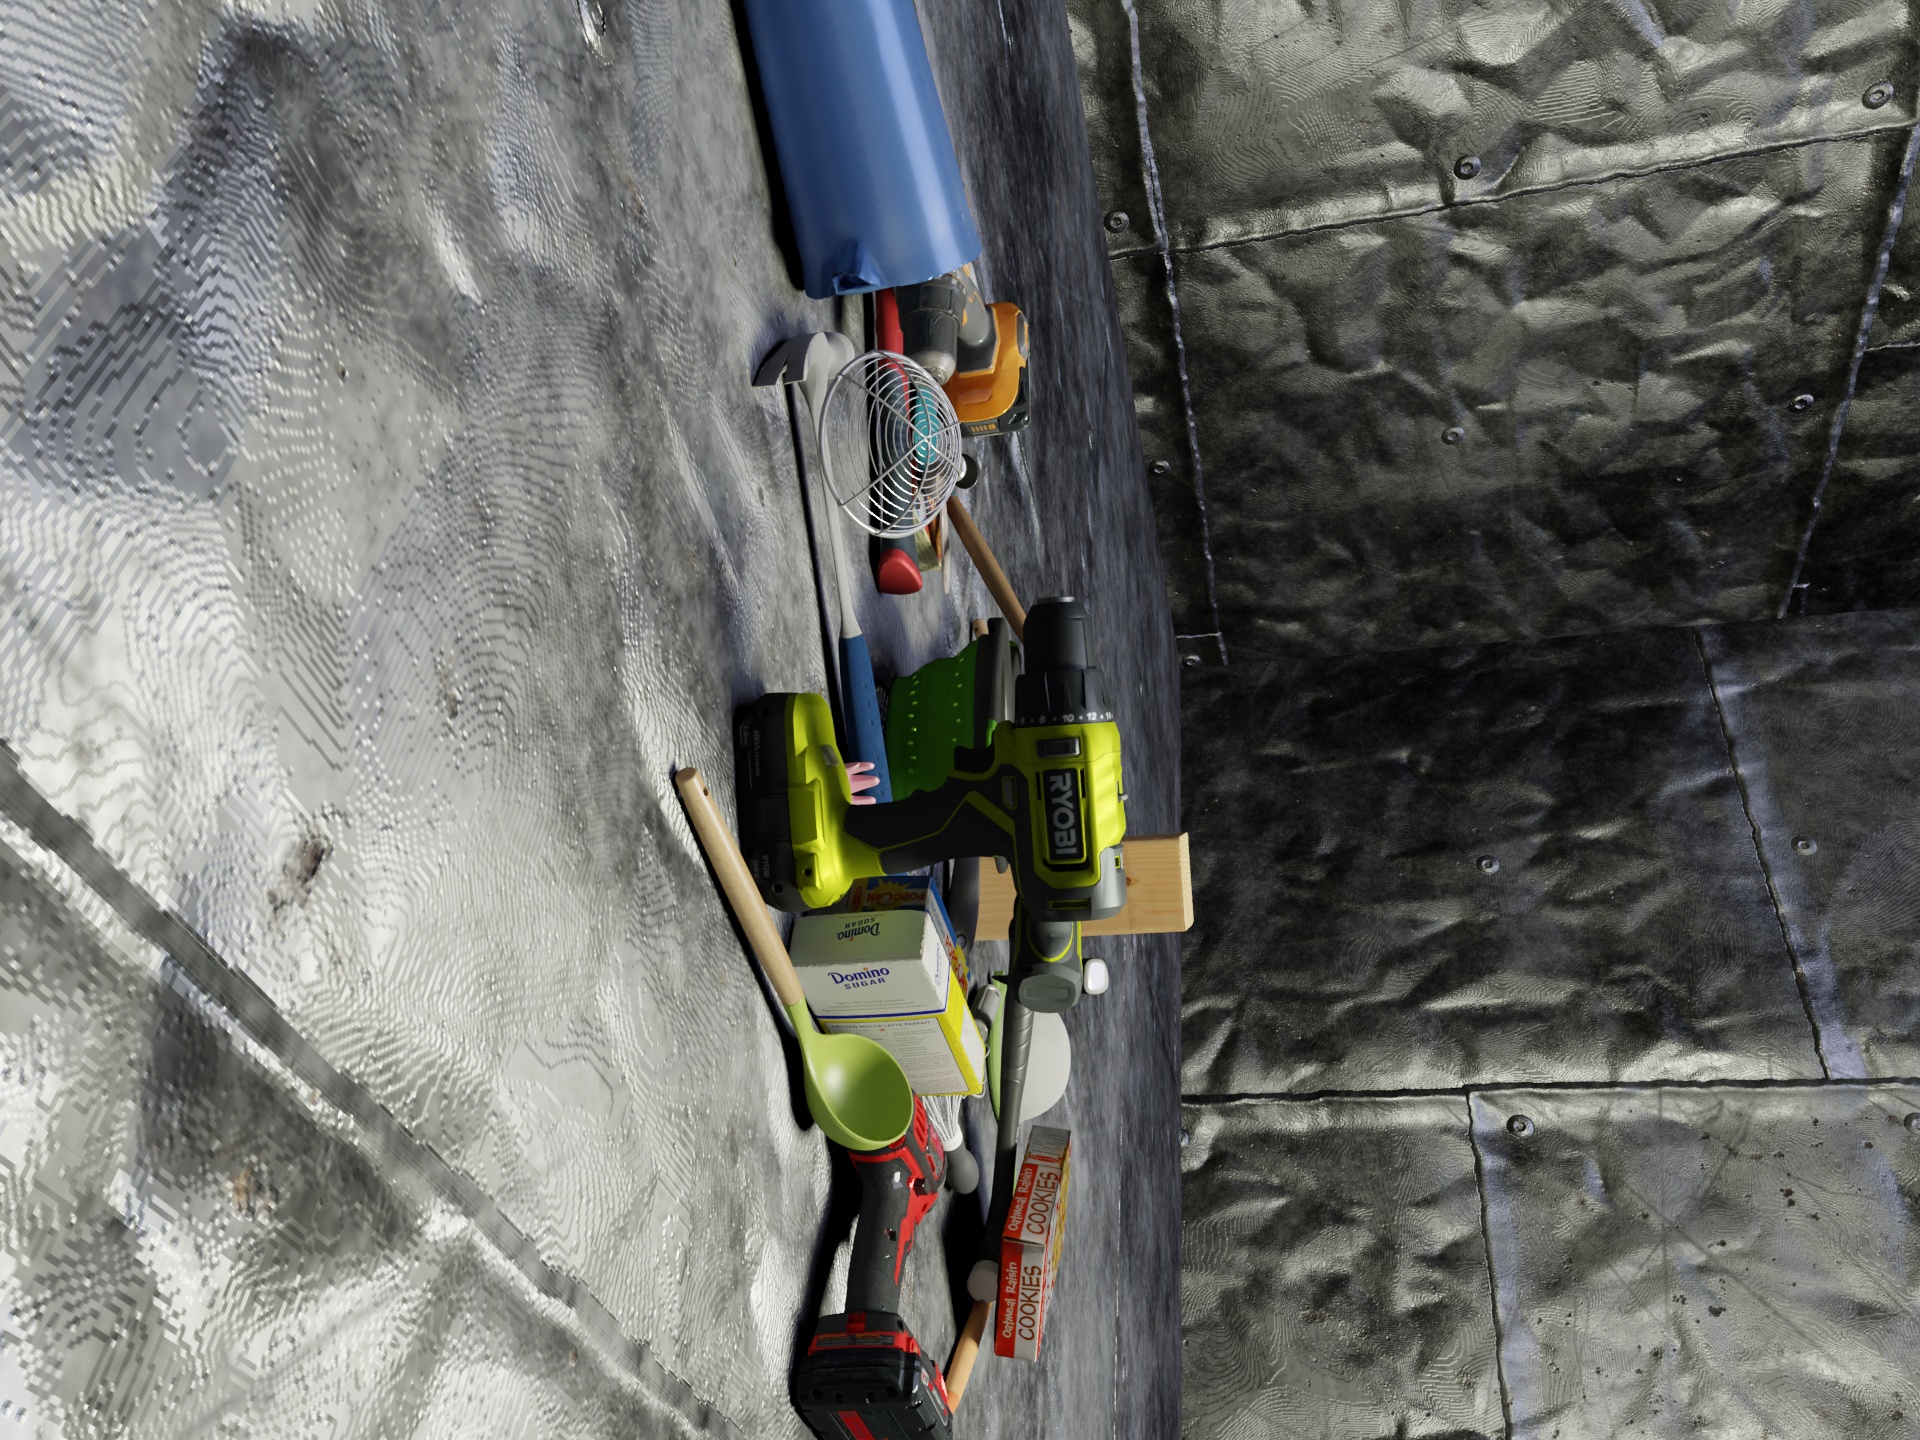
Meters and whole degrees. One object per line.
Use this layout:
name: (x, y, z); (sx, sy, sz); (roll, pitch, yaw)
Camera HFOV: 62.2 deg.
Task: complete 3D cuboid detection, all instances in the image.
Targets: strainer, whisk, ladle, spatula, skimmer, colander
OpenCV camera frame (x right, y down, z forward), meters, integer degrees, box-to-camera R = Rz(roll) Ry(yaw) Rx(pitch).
strainer: (0.074, 0.385, 1.588); (0.151, 0.069, 0.257); (63, 24, -59)
whisk: (0.005, 0.099, 1.456); (0.055, 0.055, 0.239); (49, 43, -69)
ladle: (-0.098, 0.147, 0.956); (0.078, 0.062, 0.319); (-83, 160, -50)
spatula: (0.010, -0.184, 1.415); (0.082, 0.044, 0.318); (69, -5, -56)
whisk: (-0.016, 0.317, 1.267); (0.284, 0.070, 0.070); (78, 14, -51)
skimmer: (-0.037, -0.199, 1.217); (0.363, 0.090, 0.127); (-51, 140, -84)
colander: (-0.002, -0.004, 1.351); (0.397, 0.094, 0.204); (-75, 164, -72)
whisk: (0.012, 0.279, 1.415); (0.058, 0.059, 0.246); (41, 11, 1)
spatula: (0.005, 0.541, 1.300); (0.322, 0.041, 0.081); (-43, 126, -75)

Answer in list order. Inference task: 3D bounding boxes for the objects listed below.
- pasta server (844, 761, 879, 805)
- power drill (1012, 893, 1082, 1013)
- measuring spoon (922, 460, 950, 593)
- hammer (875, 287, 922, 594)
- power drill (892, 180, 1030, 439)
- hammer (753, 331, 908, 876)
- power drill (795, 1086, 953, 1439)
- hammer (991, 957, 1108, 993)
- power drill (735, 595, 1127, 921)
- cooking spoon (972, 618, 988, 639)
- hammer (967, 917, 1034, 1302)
pasta server: (-0.060, 0.146, 1.160); (0.315, 0.040, 0.060); (75, 32, -42)
power drill: (0.077, 0.105, 1.309); (0.171, 0.080, 0.223); (-85, 179, -52)
measuring spoon: (-0.021, -0.167, 1.389); (0.034, 0.018, 0.124); (-66, 156, -57)
hammer: (-0.054, -0.294, 1.341); (0.143, 0.038, 0.386); (33, 53, -76)
power drill: (-0.002, -0.318, 1.321); (0.226, 0.084, 0.185); (54, 33, -64)
hammer: (-0.083, -0.071, 1.139); (0.144, 0.035, 0.405); (-52, 136, -72)
power drill: (-0.047, 0.365, 1.064); (0.143, 0.078, 0.220); (73, 15, -45)
hammer: (0.078, 0.082, 1.470); (0.034, 0.127, 0.337); (4, 82, -40)
power drill: (-0.015, 0.028, 0.965); (0.080, 0.228, 0.190); (-1, 87, -77)
cooking spoon: (0.062, 0.022, 1.551); (0.017, 0.068, 0.319); (9, 46, -35)
hammer: (0.047, 0.337, 1.435); (0.146, 0.035, 0.334); (-38, 134, -76)
